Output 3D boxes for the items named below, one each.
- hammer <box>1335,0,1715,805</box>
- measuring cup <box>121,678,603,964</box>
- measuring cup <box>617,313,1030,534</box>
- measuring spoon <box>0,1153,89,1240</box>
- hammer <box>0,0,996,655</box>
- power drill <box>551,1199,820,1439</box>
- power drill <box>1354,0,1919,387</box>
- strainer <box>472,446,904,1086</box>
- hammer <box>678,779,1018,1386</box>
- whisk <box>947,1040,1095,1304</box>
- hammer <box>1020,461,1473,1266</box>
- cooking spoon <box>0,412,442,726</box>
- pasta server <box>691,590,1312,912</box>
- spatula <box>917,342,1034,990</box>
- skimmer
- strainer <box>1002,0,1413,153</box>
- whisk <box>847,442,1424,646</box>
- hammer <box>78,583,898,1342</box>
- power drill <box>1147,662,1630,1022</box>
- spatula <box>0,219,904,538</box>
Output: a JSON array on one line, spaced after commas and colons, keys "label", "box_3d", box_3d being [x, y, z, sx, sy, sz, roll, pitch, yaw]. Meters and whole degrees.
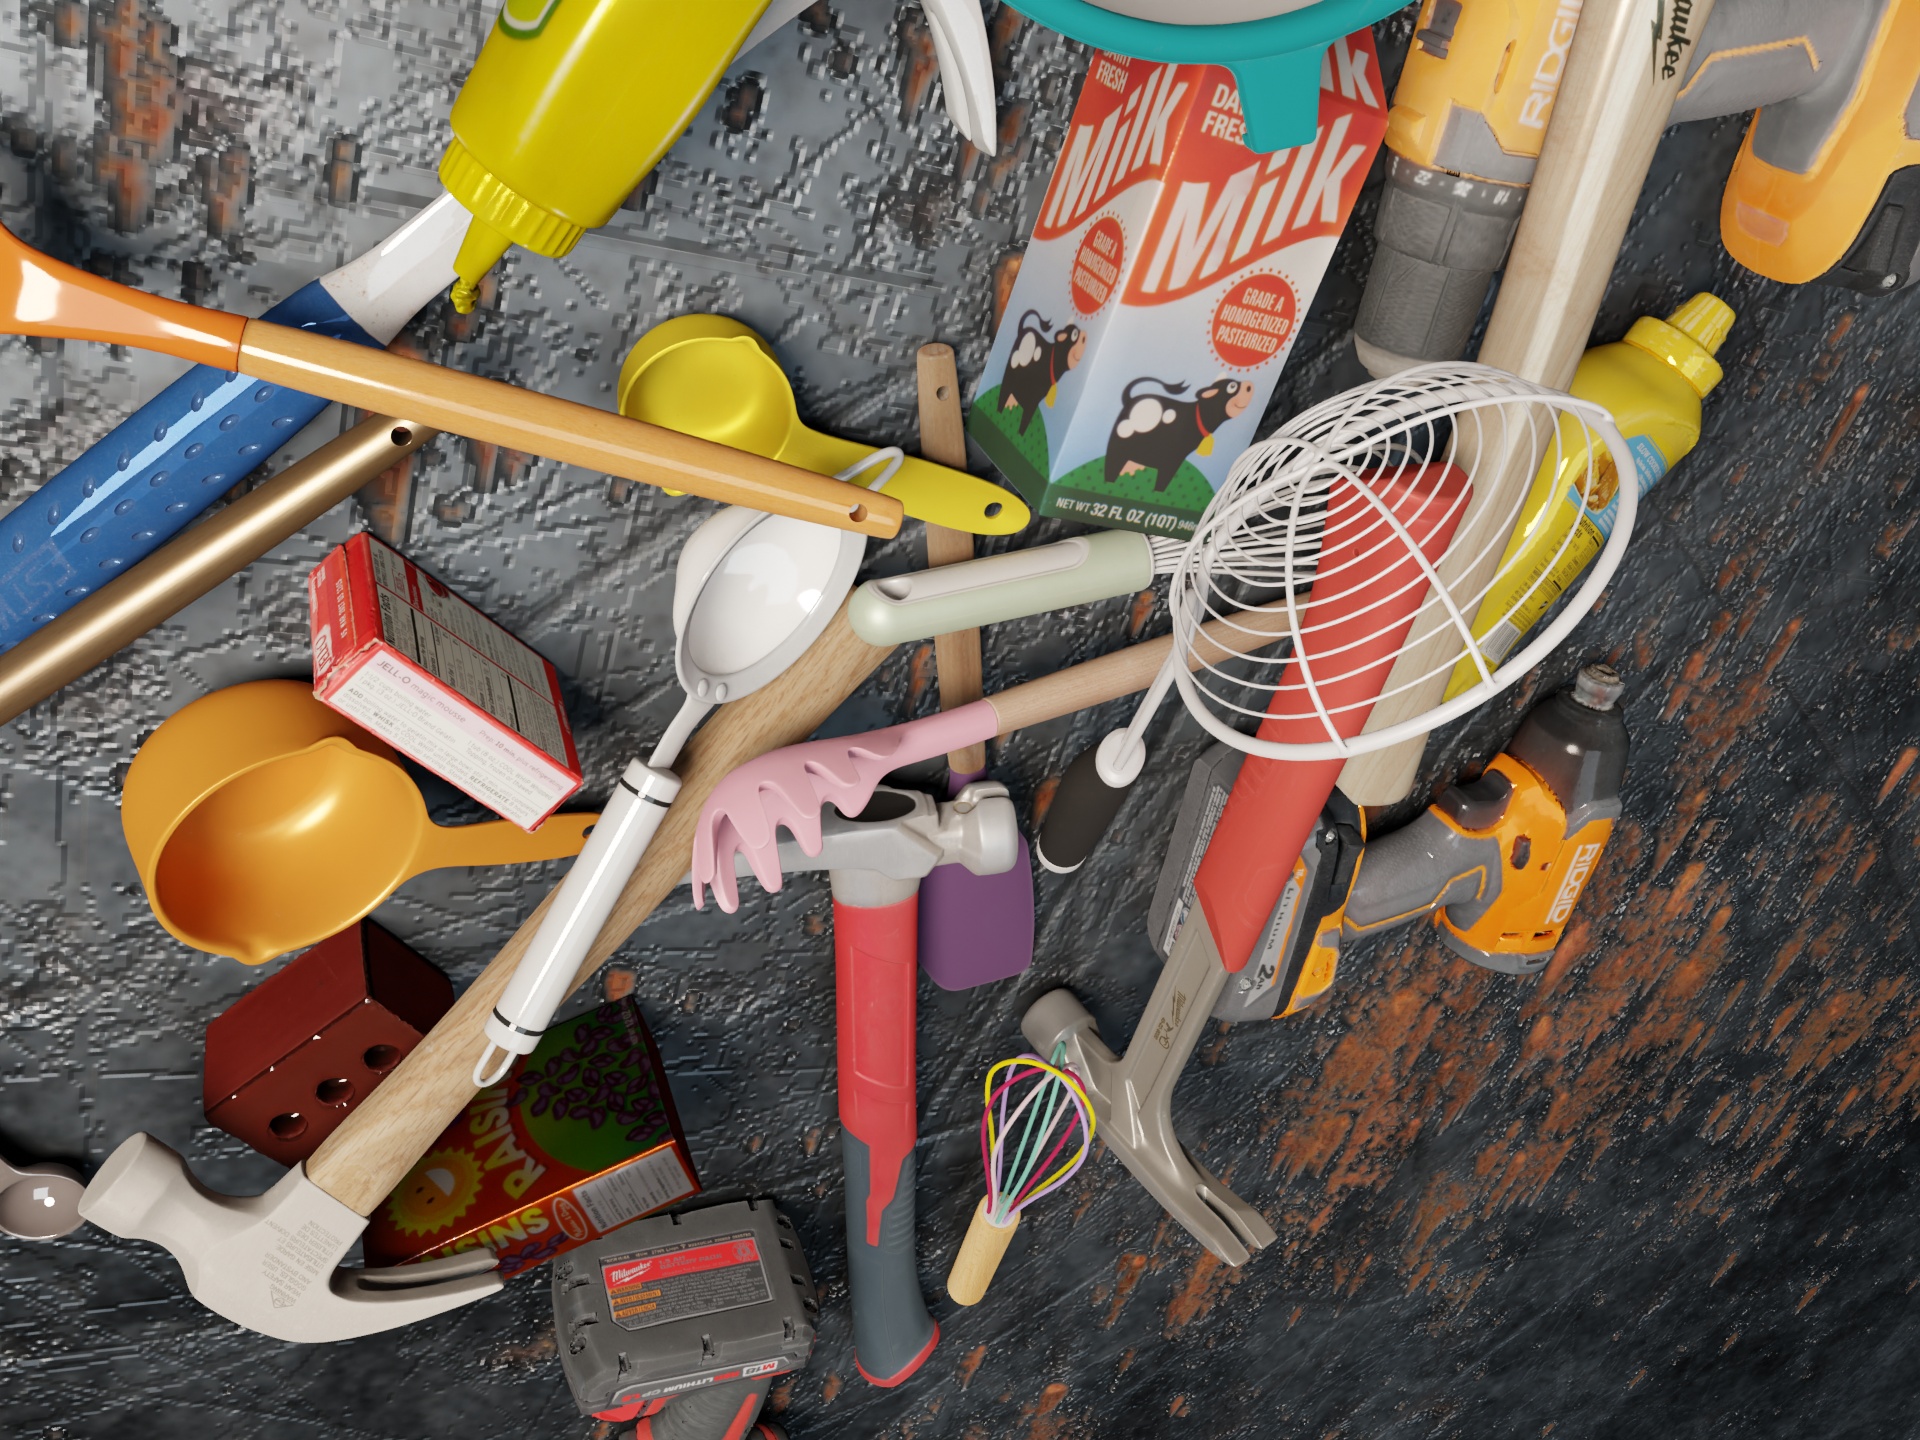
[{"label": "hammer", "box_3d": [0.209, -0.144, 0.541, 0.146, 0.038, 0.410, 3, 123, -12]}, {"label": "measuring cup", "box_3d": [-0.201, 0.029, 0.559, 0.173, 0.052, 0.095, 0, 126, -48]}, {"label": "measuring cup", "box_3d": [-0.044, -0.095, 0.547, 0.156, 0.029, 0.062, 14, 124, -31]}, {"label": "measuring spoon", "box_3d": [-0.372, 0.150, 0.585, 0.034, 0.018, 0.124, -33, 123, 0]}, {"label": "hammer", "box_3d": [-0.167, -0.123, 0.471, 0.405, 0.035, 0.143, -37, 130, 3]}, {"label": "power drill", "box_3d": [-0.163, 0.347, 0.779, 0.188, 0.080, 0.226, -4, 127, -22]}, {"label": "power drill", "box_3d": [0.256, -0.206, 0.580, 0.226, 0.084, 0.185, 0, 123, -19]}, {"label": "strainer", "box_3d": [-0.102, 0.012, 0.534, 0.258, 0.050, 0.086, -60, 158, 4]}, {"label": "hammer", "box_3d": [-0.053, 0.190, 0.736, 0.143, 0.038, 0.386, -6, 127, -10]}, {"label": "whisk", "box_3d": [0.020, 0.226, 0.772, 0.047, 0.051, 0.244, 6, 138, -7]}, {"label": "hammer", "box_3d": [0.120, 0.061, 0.627, 0.036, 0.149, 0.358, -19, 140, -37]}, {"label": "cooking spoon", "box_3d": [-0.284, -0.005, 0.464, 0.319, 0.017, 0.068, -33, 120, 0]}, {"label": "pasta server", "box_3d": [0.036, -0.002, 0.608, 0.316, 0.040, 0.060, -19, 158, -29]}, {"label": "spatula", "box_3d": [-0.001, -0.002, 0.643, 0.059, 0.018, 0.315, -13, 128, -12]}, {"label": "skimmer", "box_3d": [0.093, 0.005, 0.536, 0.127, 0.090, 0.363, -61, 176, -23]}, {"label": "strainer", "box_3d": [0.007, -0.315, 0.393, 0.340, 0.095, 0.211, 30, 106, -18]}, {"label": "whisk", "box_3d": [0.074, -0.064, 0.601, 0.246, 0.058, 0.059, -14, 132, -19]}, {"label": "hammer", "box_3d": [-0.140, 0.081, 0.571, 0.331, 0.031, 0.130, -48, 114, -8]}, {"label": "power drill", "box_3d": [0.212, 0.052, 0.740, 0.226, 0.084, 0.164, -5, 124, -27]}, {"label": "spatula", "box_3d": [-0.169, -0.098, 0.438, 0.322, 0.041, 0.081, 13, 106, -19]}]
